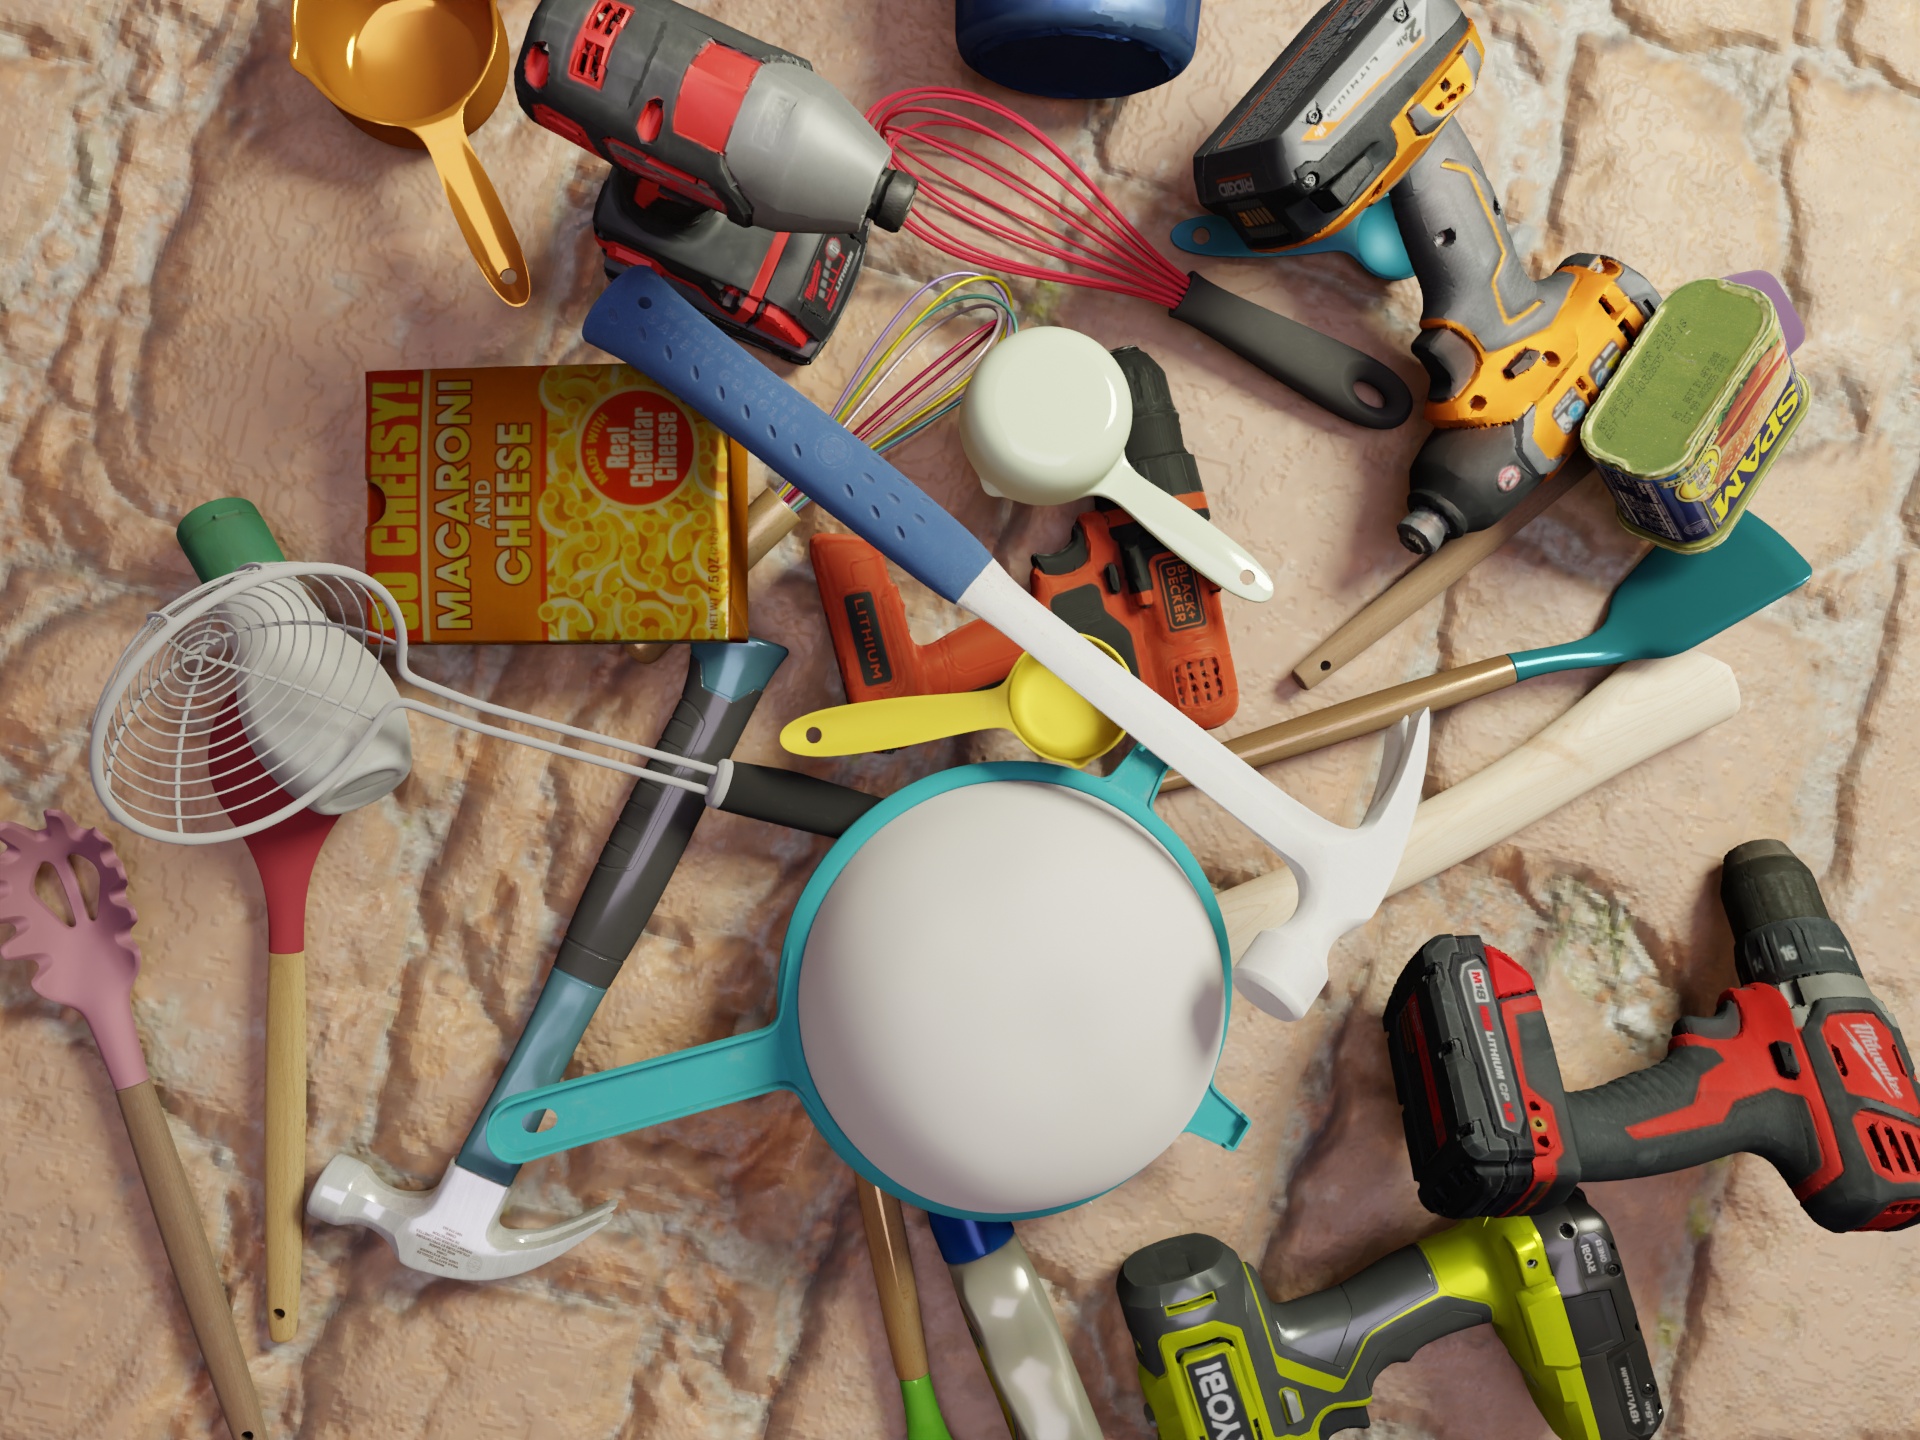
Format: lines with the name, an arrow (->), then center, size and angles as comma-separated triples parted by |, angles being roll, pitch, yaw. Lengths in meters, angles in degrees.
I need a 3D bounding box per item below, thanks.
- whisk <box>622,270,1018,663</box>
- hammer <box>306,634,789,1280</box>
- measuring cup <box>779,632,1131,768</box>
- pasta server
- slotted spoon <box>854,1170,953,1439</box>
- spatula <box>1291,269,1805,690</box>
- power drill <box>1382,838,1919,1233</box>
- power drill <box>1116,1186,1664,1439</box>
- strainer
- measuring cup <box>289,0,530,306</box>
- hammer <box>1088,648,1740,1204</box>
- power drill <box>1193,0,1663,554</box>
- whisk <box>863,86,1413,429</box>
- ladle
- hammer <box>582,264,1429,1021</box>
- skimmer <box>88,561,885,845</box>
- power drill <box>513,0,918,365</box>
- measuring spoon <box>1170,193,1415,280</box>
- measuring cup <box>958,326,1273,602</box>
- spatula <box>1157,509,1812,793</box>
whisk -> -0.064, -0.114, 0.742 | 0.245, 0.047, 0.051 | -44, 83, 2
hammer -> -0.172, 0.106, 0.741 | 0.128, 0.033, 0.331 | 26, 89, -5
measuring cup -> -0.001, -0.002, 0.703 | 0.156, 0.029, 0.062 | -8, 87, 2
pasta server -> -0.370, 0.193, 0.723 | 0.060, 0.040, 0.316 | -17, 94, -15
slotted spoon -> -0.025, 0.288, 0.764 | 0.070, 0.031, 0.314 | -12, 91, -5
spatula -> 0.287, -0.117, 0.783 | 0.316, 0.018, 0.059 | -38, 100, -4
power drill -> 0.321, 0.142, 0.741 | 0.226, 0.080, 0.188 | 0, 56, -3
power drill -> 0.204, 0.322, 0.762 | 0.228, 0.080, 0.190 | -18, 93, -2
strainer -> -0.032, 0.139, 0.673 | 0.340, 0.095, 0.211 | -13, 94, -10
measuring cup -> -0.230, -0.263, 0.715 | 0.095, 0.052, 0.173 | -24, 96, -4
hammer -> 0.197, 0.081, 0.773 | 0.410, 0.038, 0.146 | -26, 95, -4
power drill -> 0.208, -0.193, 0.714 | 0.226, 0.084, 0.164 | 43, 82, -25
whisk -> 0.087, -0.210, 0.745 | 0.295, 0.073, 0.073 | 25, 90, -12
ladle -> -0.312, 0.132, 0.733 | 0.069, 0.031, 0.315 | 1, 93, -7
hammer -> 0.018, -0.055, 0.666 | 0.405, 0.035, 0.144 | 38, 71, 1
skimmer -> -0.154, 0.027, 0.661 | 0.363, 0.090, 0.127 | 17, 114, -25
power drill -> -0.090, -0.215, 0.644 | 0.143, 0.220, 0.078 | 23, 90, -5
measuring spoon -> 0.166, -0.234, 0.773 | 0.128, 0.021, 0.042 | 2, 96, 4
measuring cup -> 0.074, -0.108, 0.699 | 0.167, 0.038, 0.083 | 38, 83, 2
spatula -> 0.239, -0.026, 0.767 | 0.317, 0.082, 0.044 | -18, 128, 0
